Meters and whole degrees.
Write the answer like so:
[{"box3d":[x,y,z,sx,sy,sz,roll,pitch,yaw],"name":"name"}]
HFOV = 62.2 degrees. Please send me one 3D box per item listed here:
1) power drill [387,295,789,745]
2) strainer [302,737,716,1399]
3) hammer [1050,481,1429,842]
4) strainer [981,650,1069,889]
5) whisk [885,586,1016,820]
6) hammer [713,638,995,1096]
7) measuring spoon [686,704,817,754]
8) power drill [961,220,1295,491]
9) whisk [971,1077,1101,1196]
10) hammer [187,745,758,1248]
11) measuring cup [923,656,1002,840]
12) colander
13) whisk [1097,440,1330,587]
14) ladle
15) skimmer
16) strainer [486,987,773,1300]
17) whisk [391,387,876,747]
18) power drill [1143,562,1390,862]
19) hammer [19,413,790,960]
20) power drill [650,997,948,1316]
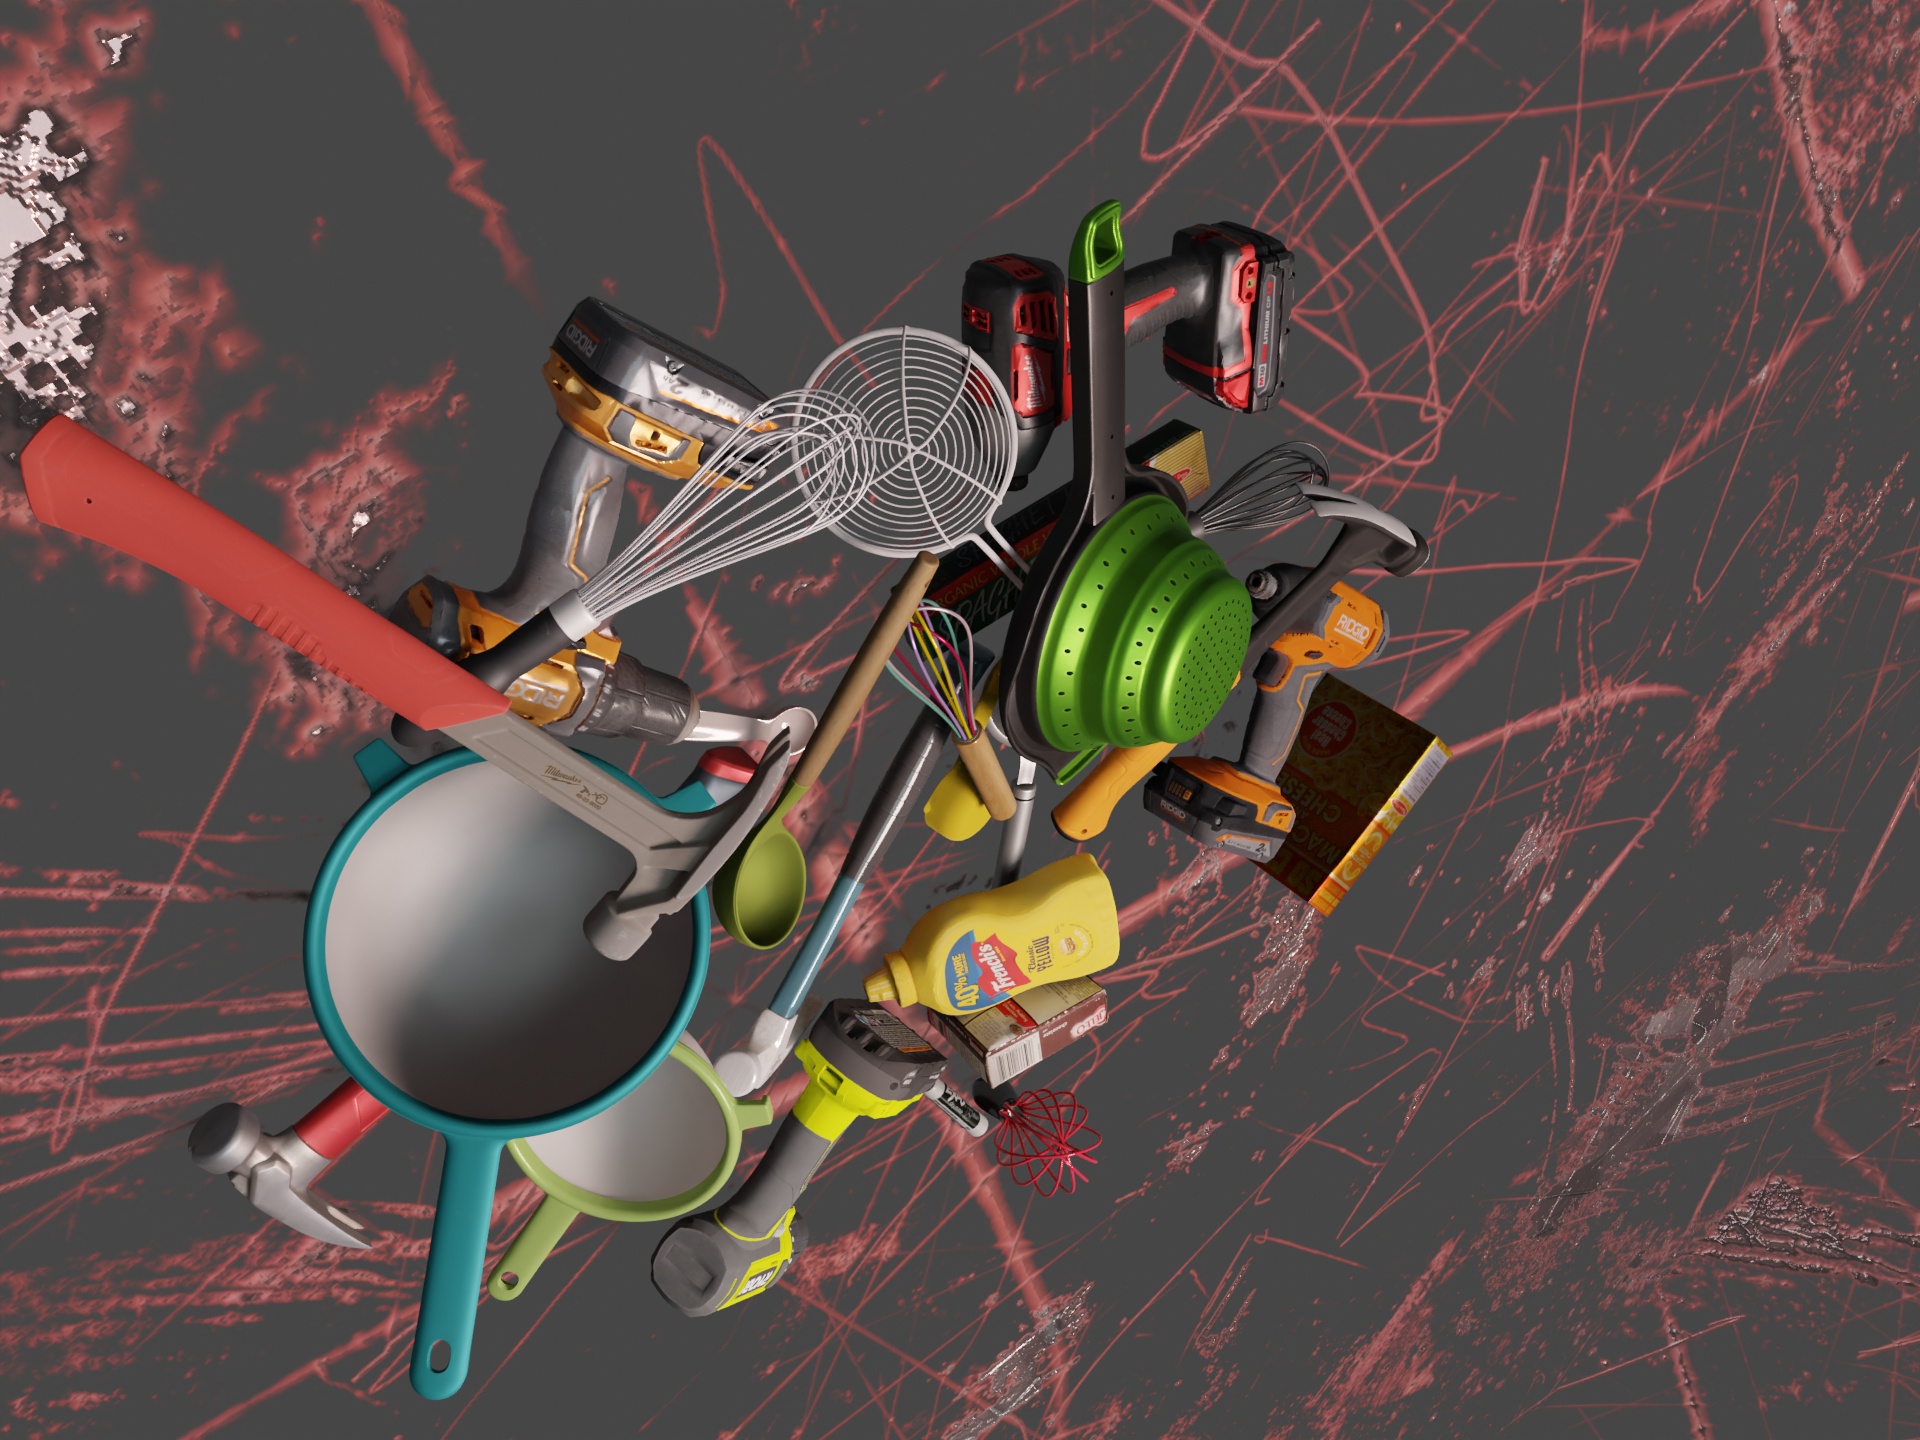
[{"box3d":[-0.181,-0.089,0.859,0.185,0.084,0.226,20,107,-44],"name":"power drill"},{"box3d":[-0.252,0.184,0.873,0.211,0.095,0.340,8,80,-6],"name":"strainer"},{"box3d":[0.175,-0.028,1.128,0.127,0.034,0.336,16,128,-41],"name":"hammer"},{"box3d":[0.049,0.044,1.155,0.087,0.050,0.258,-3,122,-20],"name":"strainer"},{"box3d":[-0.001,-0.002,1.007,0.051,0.047,0.244,-55,148,-21],"name":"whisk"},{"box3d":[-0.066,0.093,1.063,0.331,0.033,0.128,-62,174,0],"name":"hammer"},{"box3d":[-0.147,0.001,0.990,0.124,0.018,0.034,4,113,-33],"name":"measuring spoon"},{"box3d":[0.099,-0.230,1.000,0.219,0.079,0.143,-19,127,-26],"name":"power drill"},{"box3d":[0.044,0.293,1.169,0.073,0.296,0.073,1,86,-9],"name":"whisk"},{"box3d":[-0.265,0.161,0.975,0.386,0.038,0.143,-41,136,-11],"name":"hammer"},{"box3d":[0.018,0.021,1.093,0.062,0.029,0.156,-25,145,-46],"name":"measuring cup"},{"box3d":[0.114,-0.111,0.951,0.204,0.095,0.396,-43,144,-34],"name":"colander"},{"box3d":[0.165,-0.141,1.129,0.239,0.055,0.055,-25,130,-19],"name":"whisk"},{"box3d":[-0.076,0.025,0.956,0.078,0.062,0.320,-41,168,-51],"name":"ladle"},{"box3d":[0.023,-0.109,0.996,0.127,0.090,0.363,-43,149,5],"name":"skimmer"},{"box3d":[-0.233,0.271,1.012,0.151,0.069,0.256,31,116,-10],"name":"strainer"},{"box3d":[-0.166,-0.072,0.792,0.284,0.070,0.070,-34,134,2],"name":"whisk"},{"box3d":[0.233,-0.013,1.235,0.164,0.084,0.226,19,100,-47],"name":"power drill"},{"box3d":[-0.259,-0.030,0.749,0.358,0.037,0.149,36,103,-19],"name":"hammer"},{"box3d":[-0.110,0.316,1.148,0.228,0.080,0.190,-55,162,0],"name":"power drill"}]
